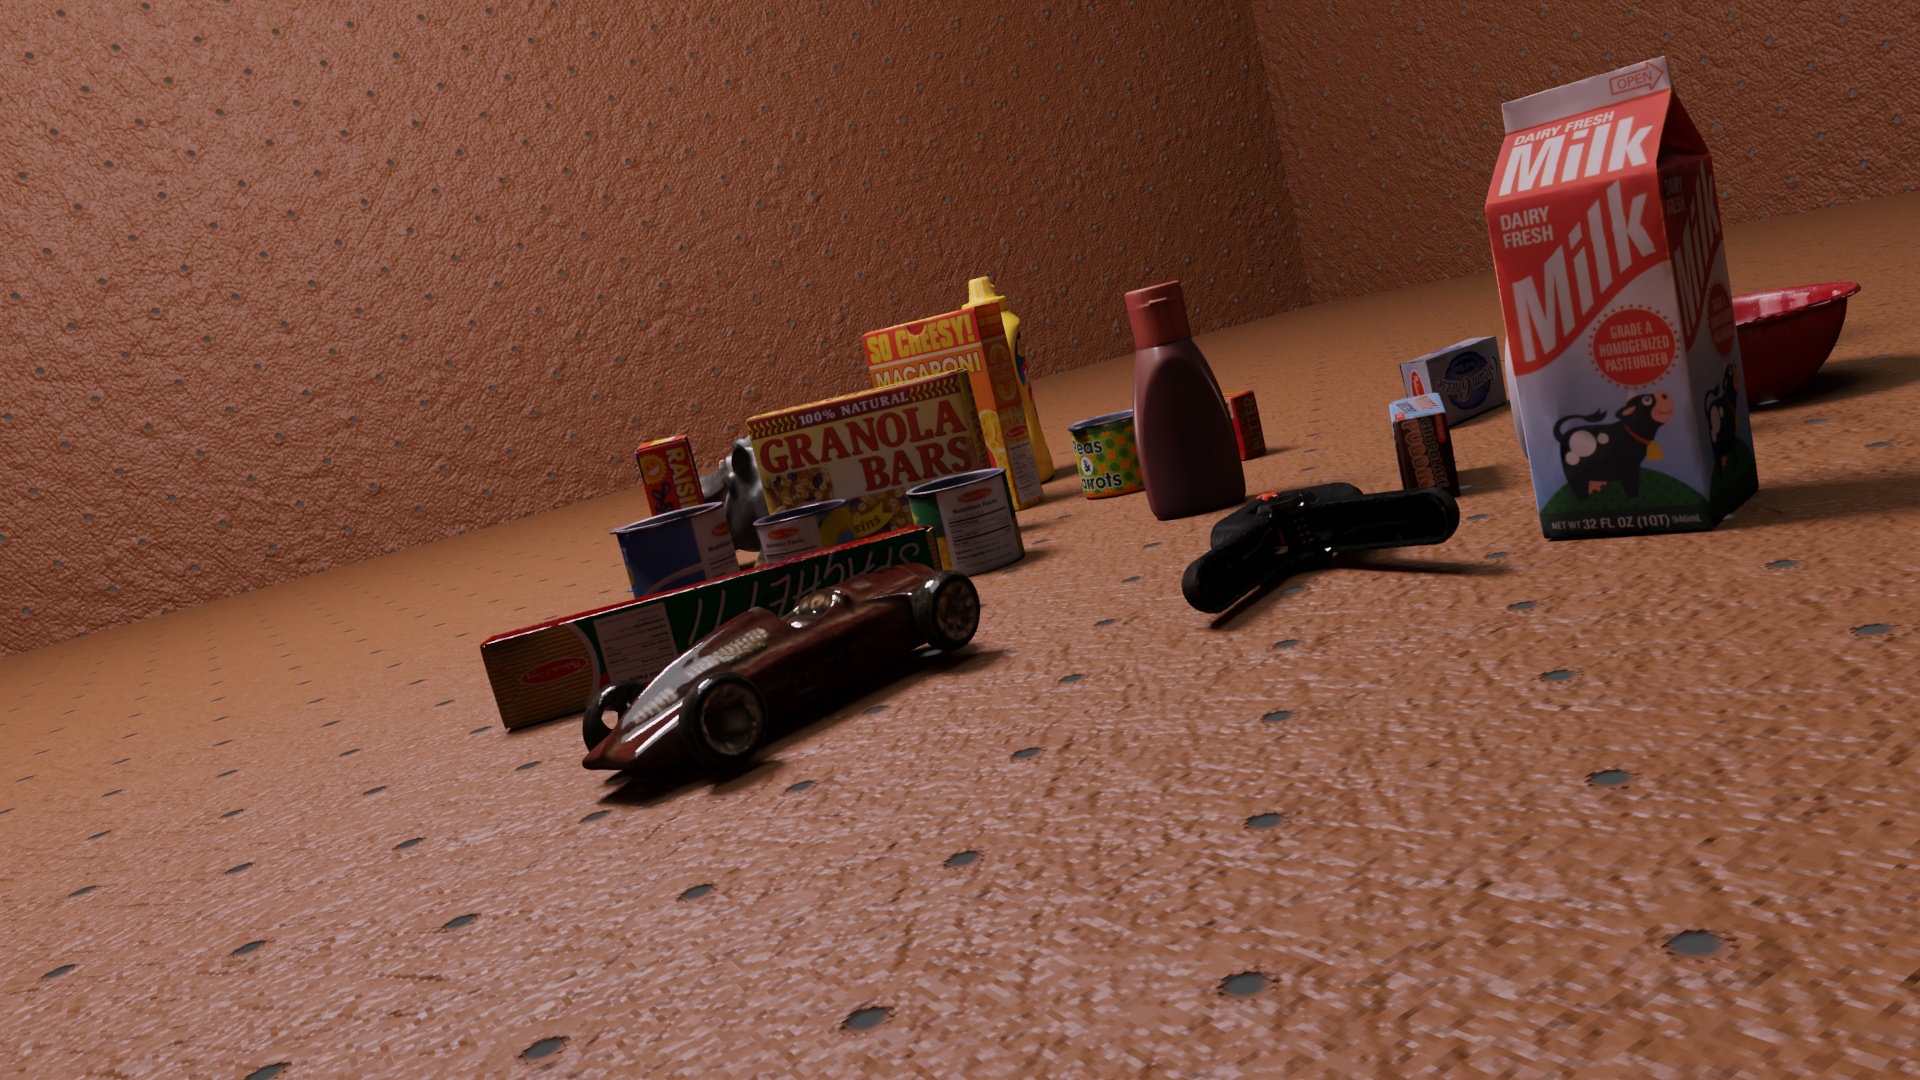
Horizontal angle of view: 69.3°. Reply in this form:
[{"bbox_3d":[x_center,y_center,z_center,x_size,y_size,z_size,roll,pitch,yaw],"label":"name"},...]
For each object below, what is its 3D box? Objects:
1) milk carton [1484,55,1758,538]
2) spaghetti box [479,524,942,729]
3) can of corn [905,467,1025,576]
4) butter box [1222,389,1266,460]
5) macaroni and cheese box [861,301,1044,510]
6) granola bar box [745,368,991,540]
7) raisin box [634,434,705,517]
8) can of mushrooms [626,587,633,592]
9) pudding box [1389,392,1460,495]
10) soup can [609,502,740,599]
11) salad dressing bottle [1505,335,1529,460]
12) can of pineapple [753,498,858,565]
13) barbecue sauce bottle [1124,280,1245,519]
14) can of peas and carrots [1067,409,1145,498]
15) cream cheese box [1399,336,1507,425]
[{"bbox_3d":[0.283,-0.102,0.598,0.072,0.190,0.074,-6,11,45],"label":"milk carton"},{"bbox_3d":[-0.131,0.045,0.765,0.250,0.050,0.029,-15,8,-10],"label":"spaghetti box"},{"bbox_3d":[0.003,-0.011,0.897,0.071,0.058,0.071,-13,8,2],"label":"can of corn"},{"bbox_3d":[0.203,-0.091,1.125,0.024,0.053,0.103,-17,9,-25],"label":"butter box"},{"bbox_3d":[-0.007,-0.102,1.145,0.123,0.166,0.040,-7,10,39],"label":"macaroni and cheese box"},{"bbox_3d":[-0.063,-0.048,1.022,0.165,0.124,0.039,-12,8,13],"label":"granola bar box"},{"bbox_3d":[-0.207,-0.015,1.035,0.040,0.123,0.086,-15,8,-7],"label":"raisin box"},{"bbox_3d":[-0.192,0.039,0.959,0.071,0.033,0.071,-13,8,2],"label":"can of mushrooms"},{"bbox_3d":[0.263,-0.054,0.791,0.030,0.049,0.084,-11,9,18],"label":"pudding box"},{"bbox_3d":[-0.168,0.026,0.840,0.071,0.083,0.071,-13,8,2],"label":"soup can"},{"bbox_3d":[0.328,-0.118,0.774,0.064,0.147,0.044,-19,9,-32],"label":"salad dressing bottle"},{"bbox_3d":[-0.101,0.007,0.945,0.071,0.057,0.071,-13,8,2],"label":"can of pineapple"},{"bbox_3d":[0.140,-0.092,0.900,0.065,0.148,0.044,-13,8,4],"label":"barbecue sauce bottle"},{"bbox_3d":[0.120,-0.067,1.079,0.071,0.058,0.071,-13,8,2],"label":"can of peas and carrots"},{"bbox_3d":[0.365,-0.116,1.025,0.104,0.053,0.024,-20,10,-39],"label":"cream cheese box"}]
